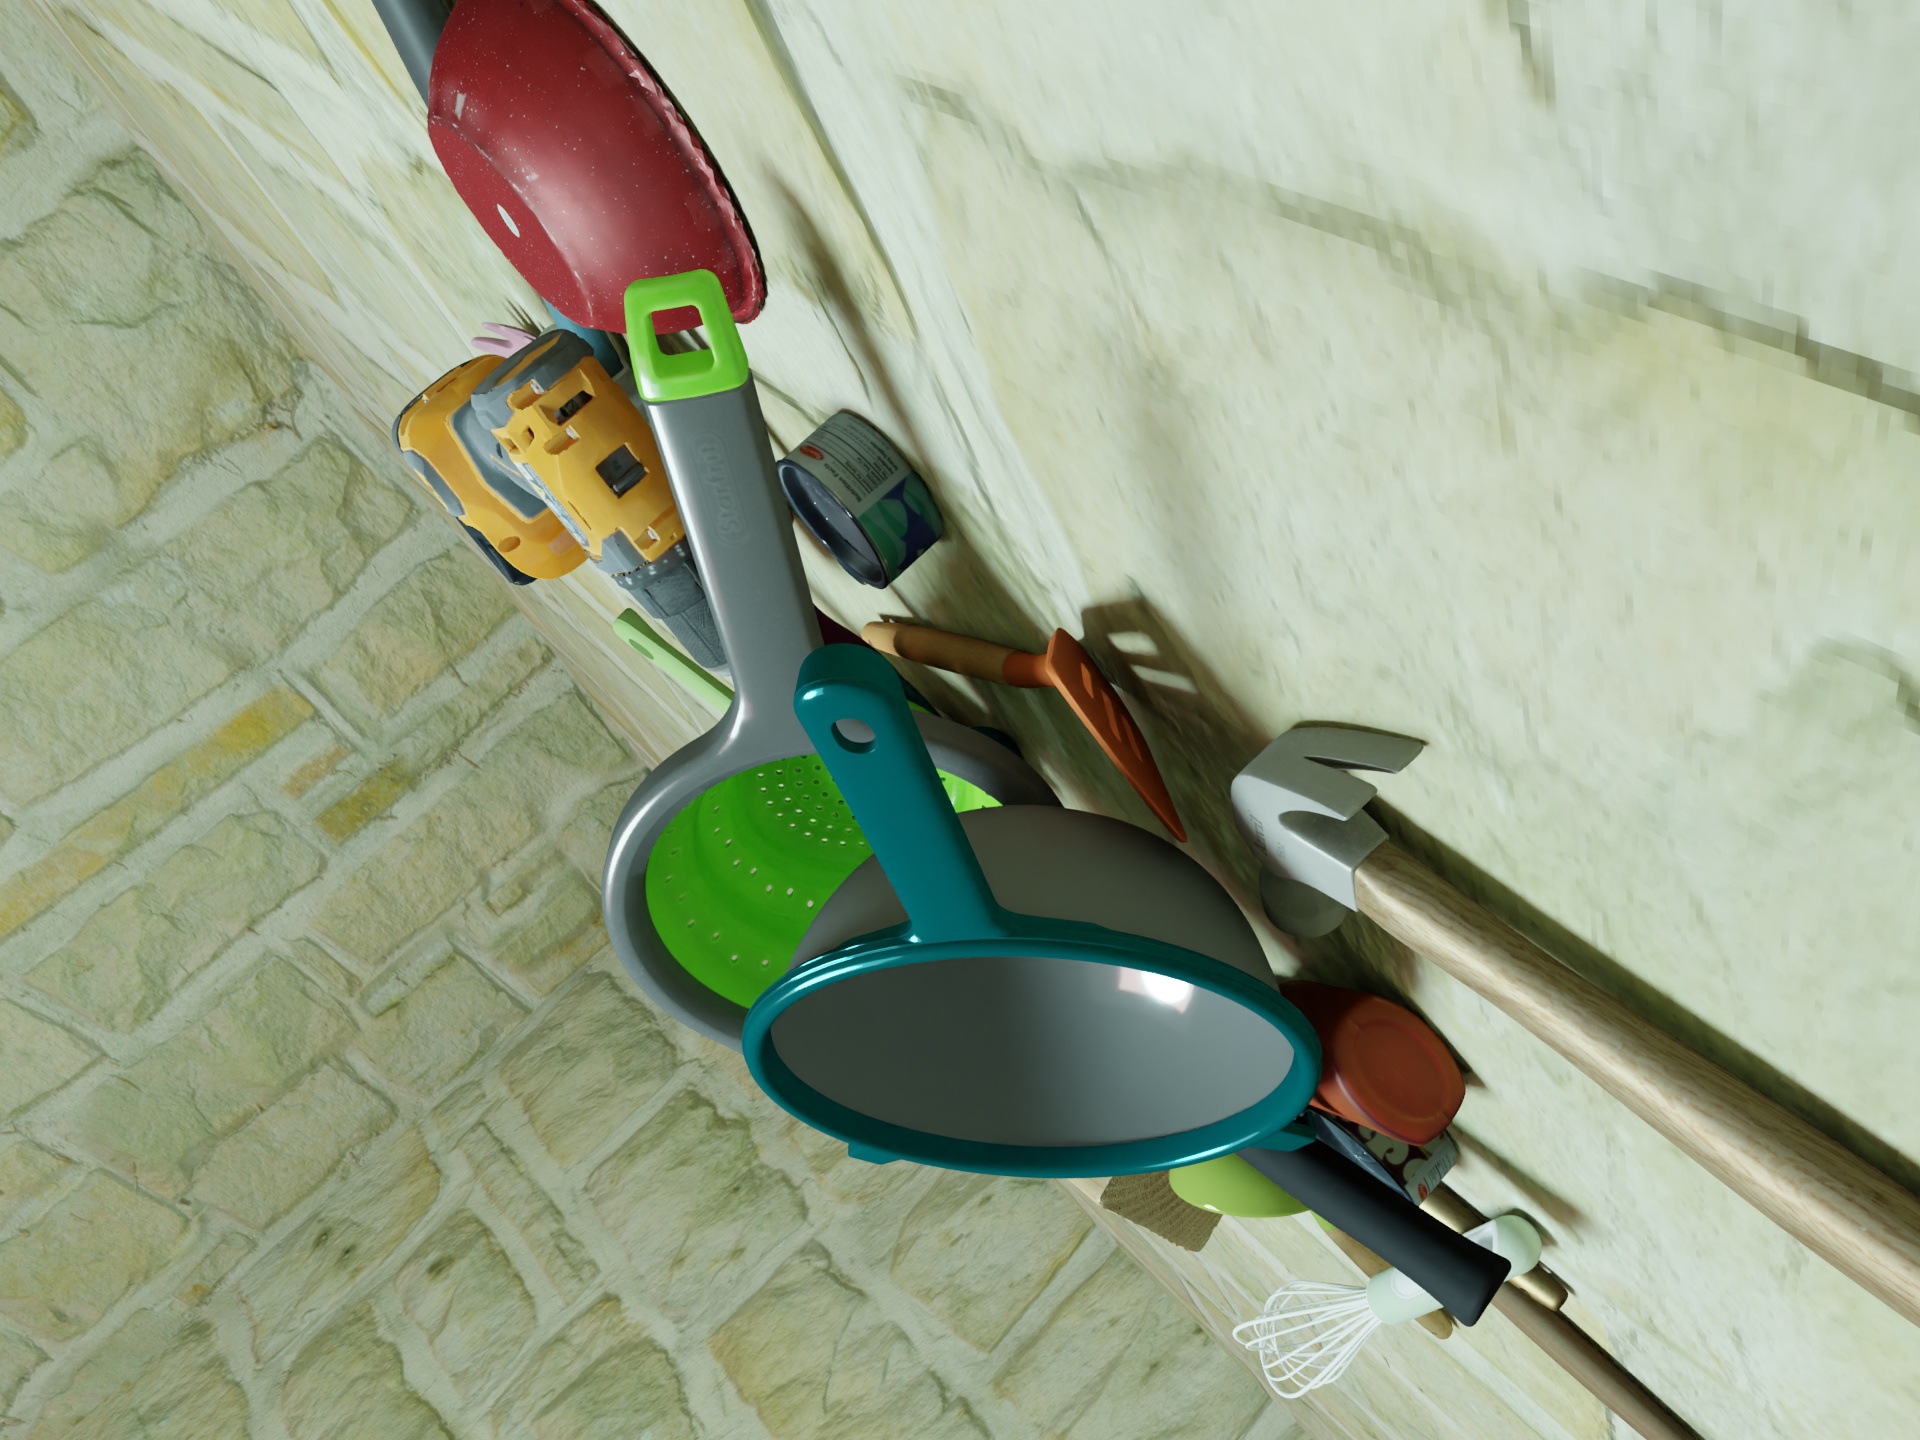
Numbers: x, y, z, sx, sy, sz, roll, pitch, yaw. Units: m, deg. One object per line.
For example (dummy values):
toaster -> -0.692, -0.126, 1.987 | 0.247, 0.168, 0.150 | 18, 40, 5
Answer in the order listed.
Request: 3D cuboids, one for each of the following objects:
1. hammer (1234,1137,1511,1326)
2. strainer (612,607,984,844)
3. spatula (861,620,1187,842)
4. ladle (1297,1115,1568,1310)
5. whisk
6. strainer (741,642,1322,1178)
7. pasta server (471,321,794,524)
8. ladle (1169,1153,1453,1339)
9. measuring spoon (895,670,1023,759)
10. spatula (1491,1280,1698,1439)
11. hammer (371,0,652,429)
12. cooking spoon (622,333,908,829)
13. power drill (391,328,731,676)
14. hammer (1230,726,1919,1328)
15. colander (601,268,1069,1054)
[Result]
hammer -> 0.102, 0.166, 0.733 | 0.335, 0.035, 0.146 | 29, 166, 43
strainer -> -0.071, 0.001, 0.868 | 0.256, 0.069, 0.151 | 36, 158, 7
spatula -> 0.008, -0.019, 0.672 | 0.081, 0.041, 0.323 | 51, 168, -20
ladle -> 0.170, 0.190, 0.813 | 0.316, 0.031, 0.069 | 35, 165, 38
whisk -> 0.204, 0.284, 0.777 | 0.059, 0.058, 0.246 | 17, 144, -10
strainer -> 0.012, 0.057, 0.557 | 0.211, 0.095, 0.340 | -6, 142, 14
pasta server -> -0.193, -0.164, 0.902 | 0.316, 0.040, 0.060 | 34, 123, 41
ladle -> 0.208, 0.293, 0.868 | 0.078, 0.062, 0.319 | 6, 149, 42
measuring spoon -> -0.001, -0.002, 0.751 | 0.042, 0.021, 0.128 | 39, 176, 37
spatula -> 0.319, 0.324, 0.738 | 0.316, 0.018, 0.059 | 40, 167, 26
hammer -> -0.206, -0.238, 0.726 | 0.128, 0.033, 0.330 | 42, 167, 25
cooking spoon -> -0.097, -0.088, 0.729 | 0.318, 0.069, 0.017 | 62, 160, -15
power drill -> -0.194, -0.109, 0.822 | 0.226, 0.084, 0.185 | 16, 147, 57
hammer -> 0.202, 0.105, 0.427 | 0.332, 0.031, 0.129 | 38, 165, 34
colander -> -0.062, -0.009, 0.651 | 0.095, 0.204, 0.396 | -93, -7, -51
